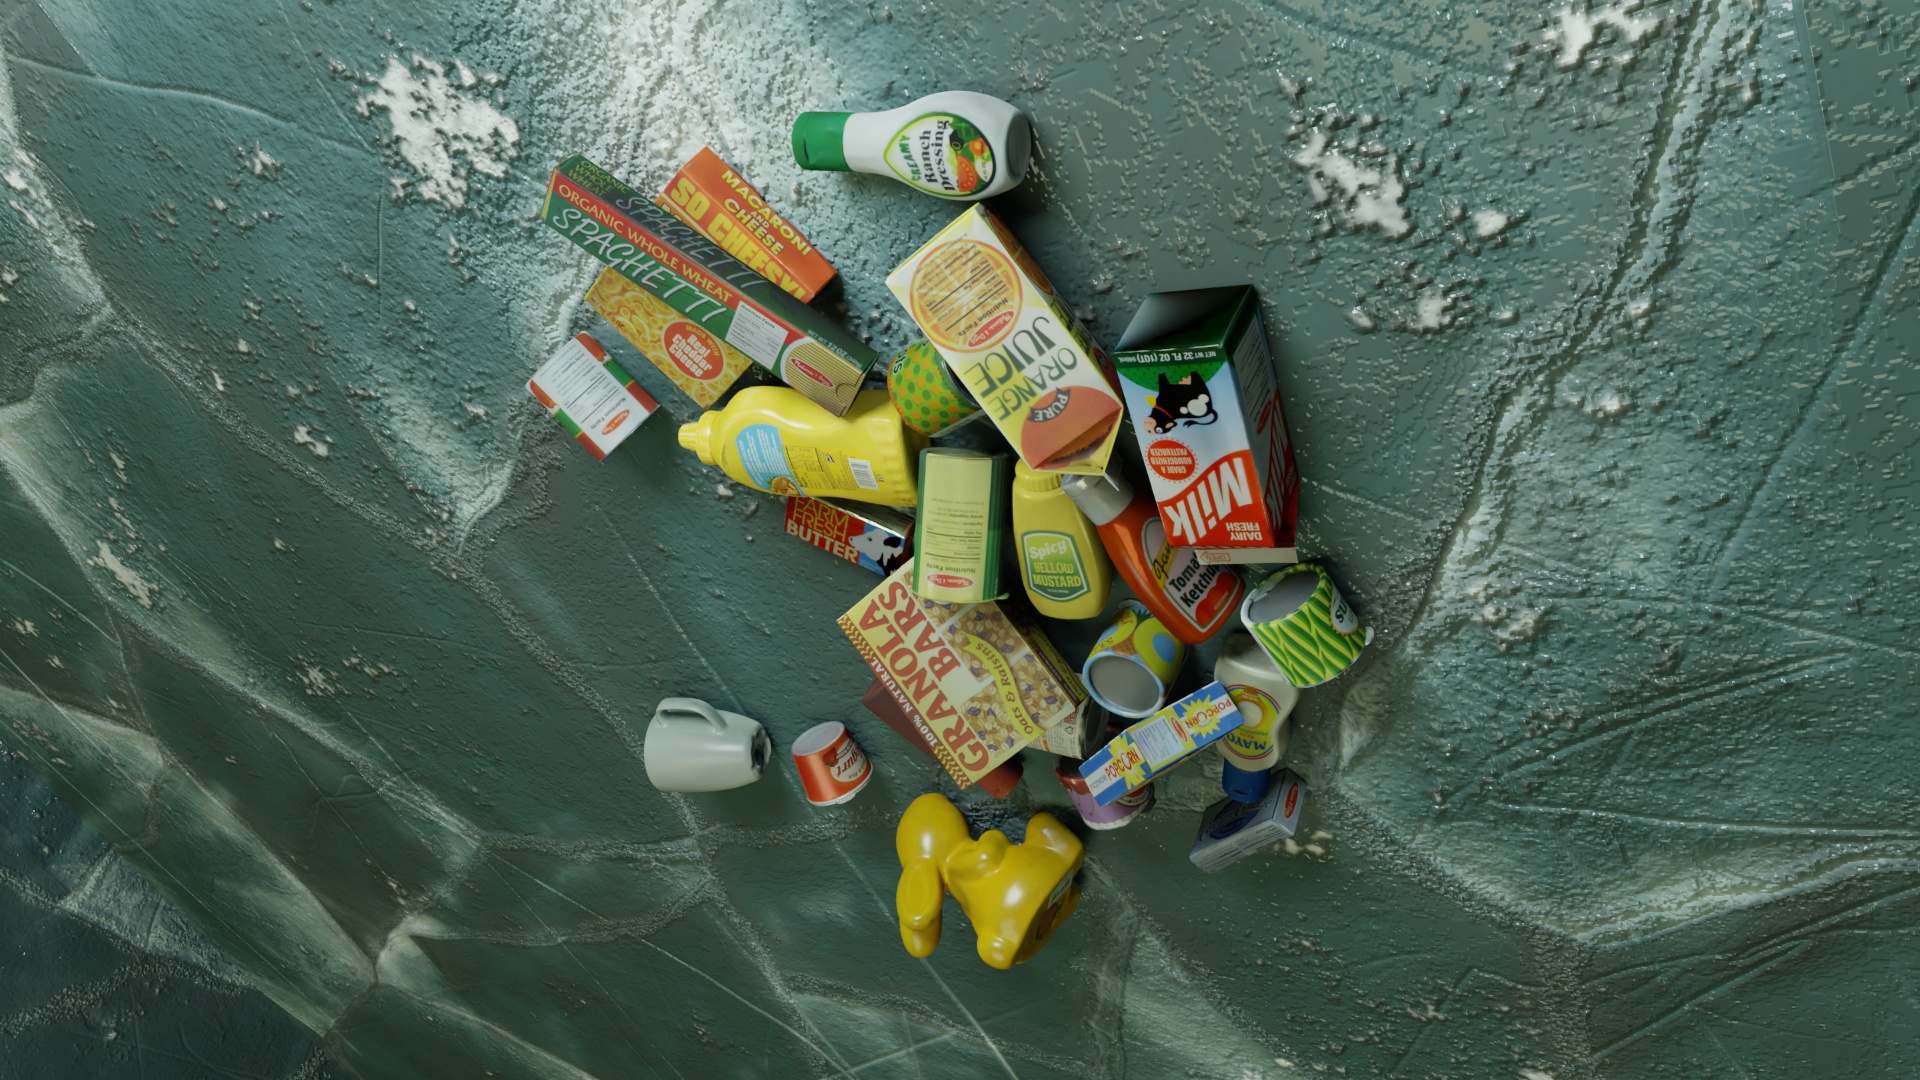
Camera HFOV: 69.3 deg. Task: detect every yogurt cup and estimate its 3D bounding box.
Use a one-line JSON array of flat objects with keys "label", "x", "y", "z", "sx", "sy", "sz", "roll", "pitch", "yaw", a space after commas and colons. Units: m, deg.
[{"label": "yogurt cup", "x": -0.122, "y": 0.205, "z": 1.288, "sx": 0.072, "sy": 0.073, "sz": 0.053, "roll": -9, "pitch": 114, "yaw": 35}]

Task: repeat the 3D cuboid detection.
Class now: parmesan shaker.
[{"label": "parmesan shaker", "x": 0.004, "y": -0.012, "z": 0.993, "sx": 0.071, "sy": 0.071, "sz": 0.103, "roll": 9, "pitch": 102, "yaw": 24}]

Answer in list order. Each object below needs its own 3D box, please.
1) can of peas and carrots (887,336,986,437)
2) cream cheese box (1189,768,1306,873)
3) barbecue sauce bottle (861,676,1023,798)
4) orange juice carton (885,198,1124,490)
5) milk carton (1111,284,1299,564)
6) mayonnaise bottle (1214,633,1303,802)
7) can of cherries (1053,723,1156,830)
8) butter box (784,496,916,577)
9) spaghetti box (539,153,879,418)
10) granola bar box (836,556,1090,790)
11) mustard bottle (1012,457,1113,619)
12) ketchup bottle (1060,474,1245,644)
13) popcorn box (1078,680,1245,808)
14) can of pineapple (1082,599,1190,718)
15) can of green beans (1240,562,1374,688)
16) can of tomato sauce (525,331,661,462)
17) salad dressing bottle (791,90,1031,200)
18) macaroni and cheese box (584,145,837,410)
[{"label": "can of peas and carrots", "x": -0.008, "y": -0.112, "z": 0.940, "sx": 0.058, "sy": 0.071, "sz": 0.071, "roll": -24, "pitch": 113, "yaw": 42}, {"label": "cream cheese box", "x": 0.229, "y": 0.225, "z": 1.110, "sx": 0.024, "sy": 0.054, "sz": 0.103, "roll": 39, "pitch": 137, "yaw": -9}, {"label": "barbecue sauce bottle", "x": -0.012, "y": 0.166, "z": 1.204, "sx": 0.148, "sy": 0.044, "sz": 0.064, "roll": 40, "pitch": 136, "yaw": -8}, {"label": "orange juice carton", "x": 0.044, "y": -0.114, "z": 0.874, "sx": 0.073, "sy": 0.072, "sz": 0.192, "roll": -36, "pitch": 101, "yaw": 17}, {"label": "milk carton", "x": 0.163, "y": -0.059, "z": 0.881, "sx": 0.072, "sy": 0.074, "sz": 0.189, "roll": -1, "pitch": 127, "yaw": 31}, {"label": "mayonnaise bottle", "x": 0.220, "y": 0.137, "z": 1.045, "sx": 0.065, "sy": 0.041, "sz": 0.147, "roll": 15, "pitch": 133, "yaw": 21}, {"label": "can of cherries", "x": 0.119, "y": 0.192, "z": 1.135, "sx": 0.071, "sy": 0.072, "sz": 0.058, "roll": -10, "pitch": 121, "yaw": 36}, {"label": "butter box", "x": -0.088, "y": -0.011, "z": 1.105, "sx": 0.103, "sy": 0.024, "sz": 0.052, "roll": 23, "pitch": 135, "yaw": 10}, {"label": "spaghetti box", "x": -0.171, "y": -0.173, "z": 0.945, "sx": 0.250, "sy": 0.029, "sz": 0.050, "roll": 34, "pitch": 137, "yaw": -1}, {"label": "granola bar box", "x": 0.001, "y": 0.090, "z": 1.072, "sx": 0.124, "sy": 0.039, "sz": 0.165, "roll": -40, "pitch": 83, "yaw": 25}, {"label": "mustard bottle", "x": 0.067, "y": -0.016, "z": 0.993, "sx": 0.065, "sy": 0.049, "sz": 0.159, "roll": 0, "pitch": 128, "yaw": 23}, {"label": "ketchup bottle", "x": 0.130, "y": 0.002, "z": 0.958, "sx": 0.148, "sy": 0.065, "sz": 0.043, "roll": 45, "pitch": 161, "yaw": -16}, {"label": "popcorn box", "x": 0.148, "y": 0.154, "z": 1.041, "sx": 0.038, "sy": 0.085, "sz": 0.126, "roll": 61, "pitch": 159, "yaw": 14}, {"label": "can of pineapple", "x": 0.130, "y": 0.090, "z": 1.042, "sx": 0.071, "sy": 0.058, "sz": 0.070, "roll": 17, "pitch": 133, "yaw": 19}, {"label": "can of green beans", "x": 0.234, "y": 0.057, "z": 0.949, "sx": 0.071, "sy": 0.071, "sz": 0.057, "roll": -21, "pitch": 115, "yaw": 41}, {"label": "can of tomato sauce", "x": -0.292, "y": -0.114, "z": 1.103, "sx": 0.083, "sy": 0.071, "sz": 0.071, "roll": 46, "pitch": 135, "yaw": -13}, {"label": "salad dressing bottle", "x": -0.032, "y": -0.243, "z": 0.853, "sx": 0.148, "sy": 0.044, "sz": 0.064, "roll": 9, "pitch": 130, "yaw": 24}, {"label": "macaroni and cheese box", "x": -0.181, "y": -0.184, "z": 0.995, "sx": 0.123, "sy": 0.040, "sz": 0.165, "roll": 43, "pitch": 136, "yaw": -11}]
